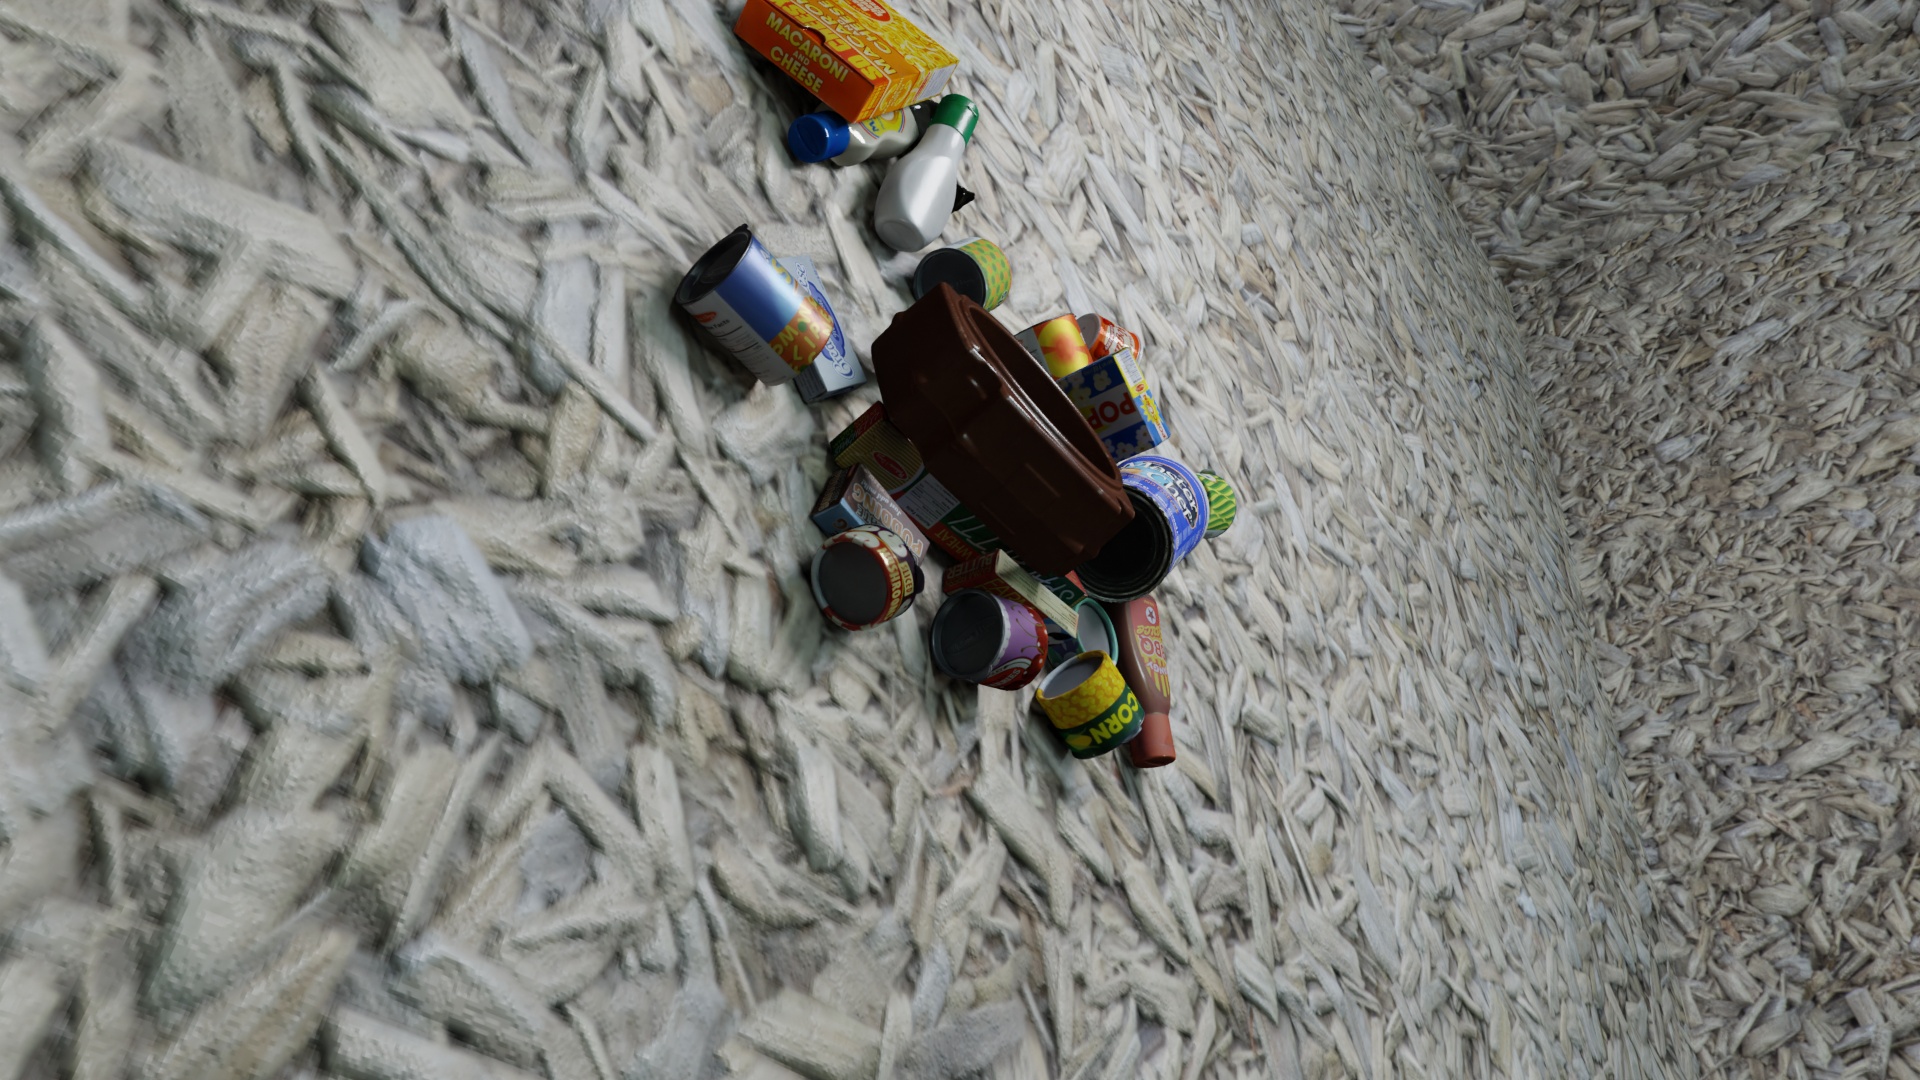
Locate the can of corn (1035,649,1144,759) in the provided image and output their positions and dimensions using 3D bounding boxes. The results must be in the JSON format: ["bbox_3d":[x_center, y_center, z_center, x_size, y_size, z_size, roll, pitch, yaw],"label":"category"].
[{"bbox_3d":[0.102,0.127,1.081,0.058,0.071,0.071,57,33,-13],"label":"can of corn"}]

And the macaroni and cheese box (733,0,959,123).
[{"bbox_3d":[-0.088,-0.403,1.130,0.124,0.040,0.167,38,34,4],"label":"macaroni and cheese box"}]

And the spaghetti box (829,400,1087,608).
[{"bbox_3d":[0.004,-0.013,1.043,0.249,0.050,0.029,40,19,-36],"label":"spaghetti box"}]

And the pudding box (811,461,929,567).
[{"bbox_3d":[-0.062,-0.007,0.965,0.083,0.030,0.050,50,36,-23],"label":"pudding box"}]

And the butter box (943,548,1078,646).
[{"bbox_3d":[0.039,0.048,1.057,0.103,0.053,0.024,39,44,-35],"label":"butter box"}]

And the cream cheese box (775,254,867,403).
[{"bbox_3d":[-0.109,-0.152,0.995,0.053,0.024,0.103,-27,92,-57],"label":"cream cheese box"}]

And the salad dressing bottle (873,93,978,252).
[{"bbox_3d":[-0.025,-0.309,1.161,0.064,0.044,0.148,44,57,-37],"label":"salad dressing bottle"}]

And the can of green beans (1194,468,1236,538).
[{"bbox_3d":[0.232,-0.035,1.382,0.058,0.071,0.071,1,69,-55],"label":"can of green beans"}]

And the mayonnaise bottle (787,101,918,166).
[{"bbox_3d":[-0.088,-0.335,1.127,0.064,0.041,0.149,57,32,-7],"label":"mayonnaise bottle"}]

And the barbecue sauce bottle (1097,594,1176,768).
[{"bbox_3d":[0.154,0.119,1.189,0.065,0.043,0.149,24,51,-48],"label":"barbecue sauce bottle"}]

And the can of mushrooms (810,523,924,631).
[{"bbox_3d":[-0.061,0.025,0.908,0.033,0.071,0.071,-23,89,-56],"label":"can of mushrooms"}]

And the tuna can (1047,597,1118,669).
[{"bbox_3d":[0.099,0.080,1.143,0.071,0.032,0.071,34,45,-41],"label":"tuna can"}]

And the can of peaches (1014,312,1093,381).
[{"bbox_3d":[0.084,-0.165,1.245,0.071,0.071,0.058,-19,87,-58],"label":"can of peaches"}]

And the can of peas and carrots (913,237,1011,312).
[{"bbox_3d":[0.004,-0.214,1.162,0.071,0.071,0.059,62,32,-7],"label":"can of peas and carrots"}]

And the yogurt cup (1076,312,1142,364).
[{"bbox_3d":[0.133,-0.182,1.334,0.054,0.072,0.073,30,46,-33],"label":"yogurt cup"}]

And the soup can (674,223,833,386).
[{"bbox_3d":[-0.134,-0.155,0.919,0.083,0.071,0.072,44,38,-32],"label":"soup can"}]

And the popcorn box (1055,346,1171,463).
[{"bbox_3d":[0.104,-0.099,1.178,0.038,0.126,0.085,-34,99,-55],"label":"popcorn box"}]

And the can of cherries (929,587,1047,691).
[{"bbox_3d":[0.021,0.075,1.001,0.058,0.071,0.072,22,52,-50],"label":"can of cherries"}]
